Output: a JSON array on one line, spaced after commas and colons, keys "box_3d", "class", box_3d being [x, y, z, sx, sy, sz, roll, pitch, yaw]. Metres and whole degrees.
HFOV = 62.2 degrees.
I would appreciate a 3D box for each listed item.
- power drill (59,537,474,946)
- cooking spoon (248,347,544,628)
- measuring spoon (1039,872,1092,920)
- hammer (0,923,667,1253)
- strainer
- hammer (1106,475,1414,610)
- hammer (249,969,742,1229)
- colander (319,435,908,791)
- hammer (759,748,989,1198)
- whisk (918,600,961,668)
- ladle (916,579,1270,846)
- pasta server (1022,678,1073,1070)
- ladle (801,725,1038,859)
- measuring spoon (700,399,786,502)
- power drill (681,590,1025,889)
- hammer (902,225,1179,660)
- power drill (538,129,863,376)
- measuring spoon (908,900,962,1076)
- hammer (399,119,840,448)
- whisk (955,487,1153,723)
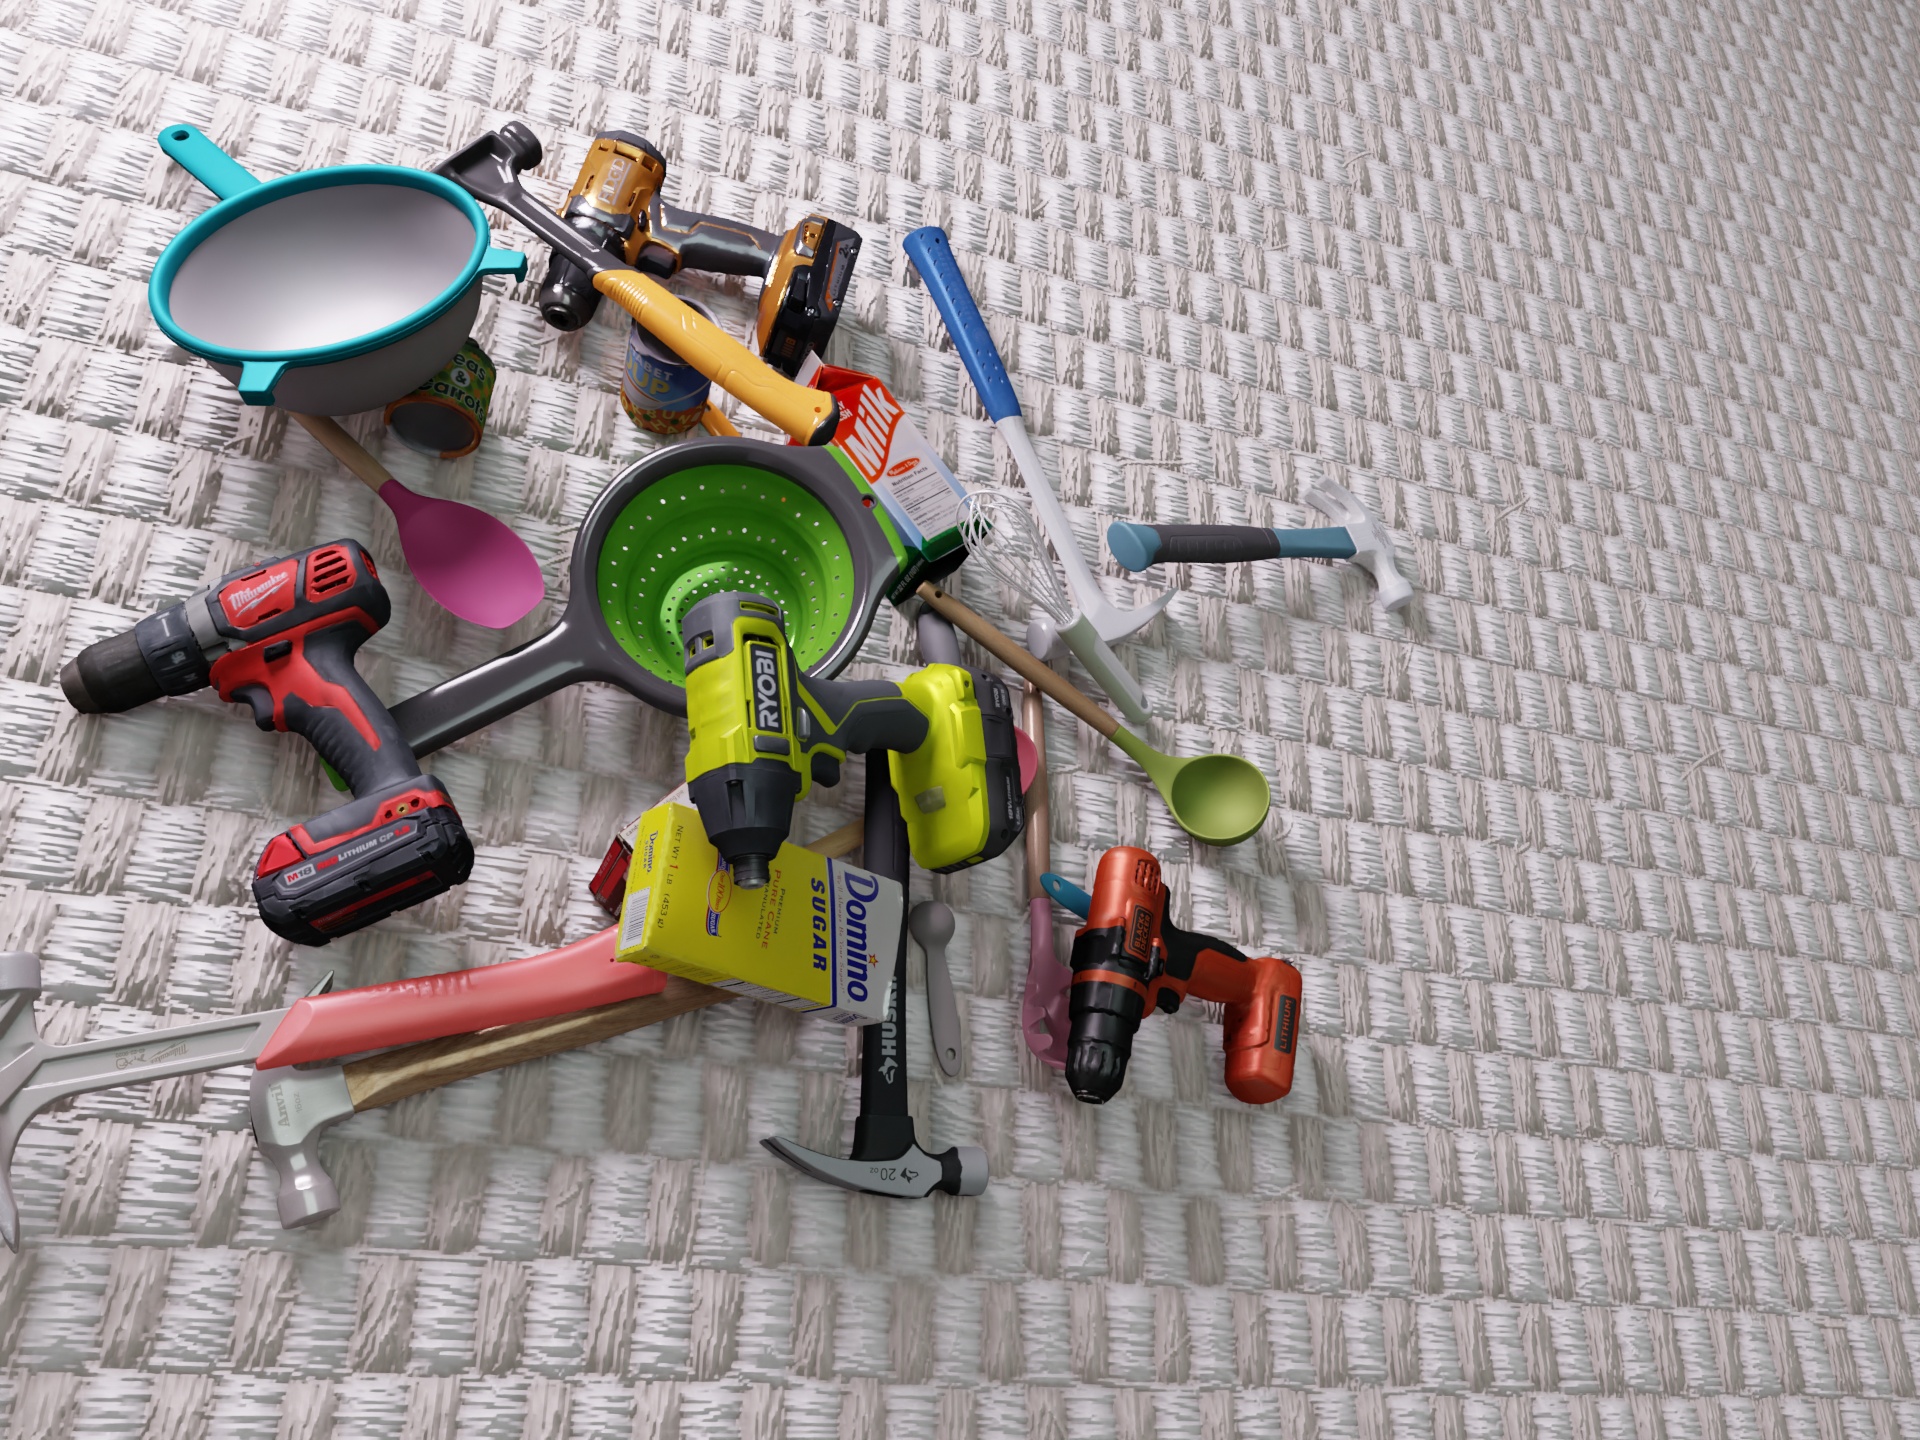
[{"box_3d": [-0.405, 0.016, 0.935, 0.188, 0.080, 0.227, -24, 76, -14], "class": "power drill"}, {"box_3d": [-0.393, -0.169, 1.046, 0.319, 0.017, 0.069, 41, 66, 13], "class": "cooking spoon"}, {"box_3d": [0.108, 0.138, 1.145, 0.128, 0.021, 0.042, 33, 48, -31], "class": "measuring spoon"}, {"box_3d": [-0.337, 0.176, 0.880, 0.359, 0.036, 0.149, -6, 69, -29], "class": "hammer"}, {"box_3d": [-0.443, -0.299, 1.065, 0.211, 0.095, 0.341, -36, 56, -24], "class": "strainer"}, {"box_3d": [0.257, -0.150, 1.361, 0.331, 0.033, 0.128, -5, 66, -38], "class": "hammer"}, {"box_3d": [-0.253, 0.185, 0.960, 0.331, 0.031, 0.130, -14, 72, -31], "class": "hammer"}, {"box_3d": [-0.229, -0.047, 1.071, 0.397, 0.094, 0.205, -28, 77, -16], "class": "colander"}, {"box_3d": [-0.055, 0.143, 1.058, 0.146, 0.035, 0.335, 8, 68, -22], "class": "hammer"}, {"box_3d": [-0.001, -0.005, 1.148, 0.055, 0.055, 0.239, 8, 45, -23], "class": "whisk"}, {"box_3d": [0.101, -0.011, 1.206, 0.320, 0.062, 0.078, 36, 64, -11], "class": "ladle"}, {"box_3d": [0.063, 0.104, 1.155, 0.060, 0.040, 0.316, 25, 52, -39], "class": "pasta server"}, {"box_3d": [-0.072, 0.080, 1.108, 0.315, 0.031, 0.069, -26, 70, -32], "class": "ladle"}, {"box_3d": [-0.168, -0.208, 1.219, 0.021, 0.011, 0.117, -36, 84, -35], "class": "measuring spoon"}, {"box_3d": [-0.068, 0.025, 0.980, 0.223, 0.080, 0.171, 11, 65, -42], "class": "power drill"}, {"box_3d": [0.049, -0.241, 1.329, 0.144, 0.035, 0.406, -13, 71, -31], "class": "hammer"}, {"box_3d": [-0.205, -0.347, 1.234, 0.226, 0.084, 0.185, 20, 58, -11], "class": "power drill"}, {"box_3d": [-0.011, 0.181, 1.090, 0.034, 0.018, 0.124, 3, 64, -25], "class": "measuring spoon"}, {"box_3d": [-0.229, -0.294, 1.117, 0.337, 0.034, 0.127, 37, 58, 5], "class": "hammer"}, {"box_3d": [0.078, -0.082, 1.205, 0.246, 0.059, 0.058, 49, 41, -30], "class": "whisk"}]
